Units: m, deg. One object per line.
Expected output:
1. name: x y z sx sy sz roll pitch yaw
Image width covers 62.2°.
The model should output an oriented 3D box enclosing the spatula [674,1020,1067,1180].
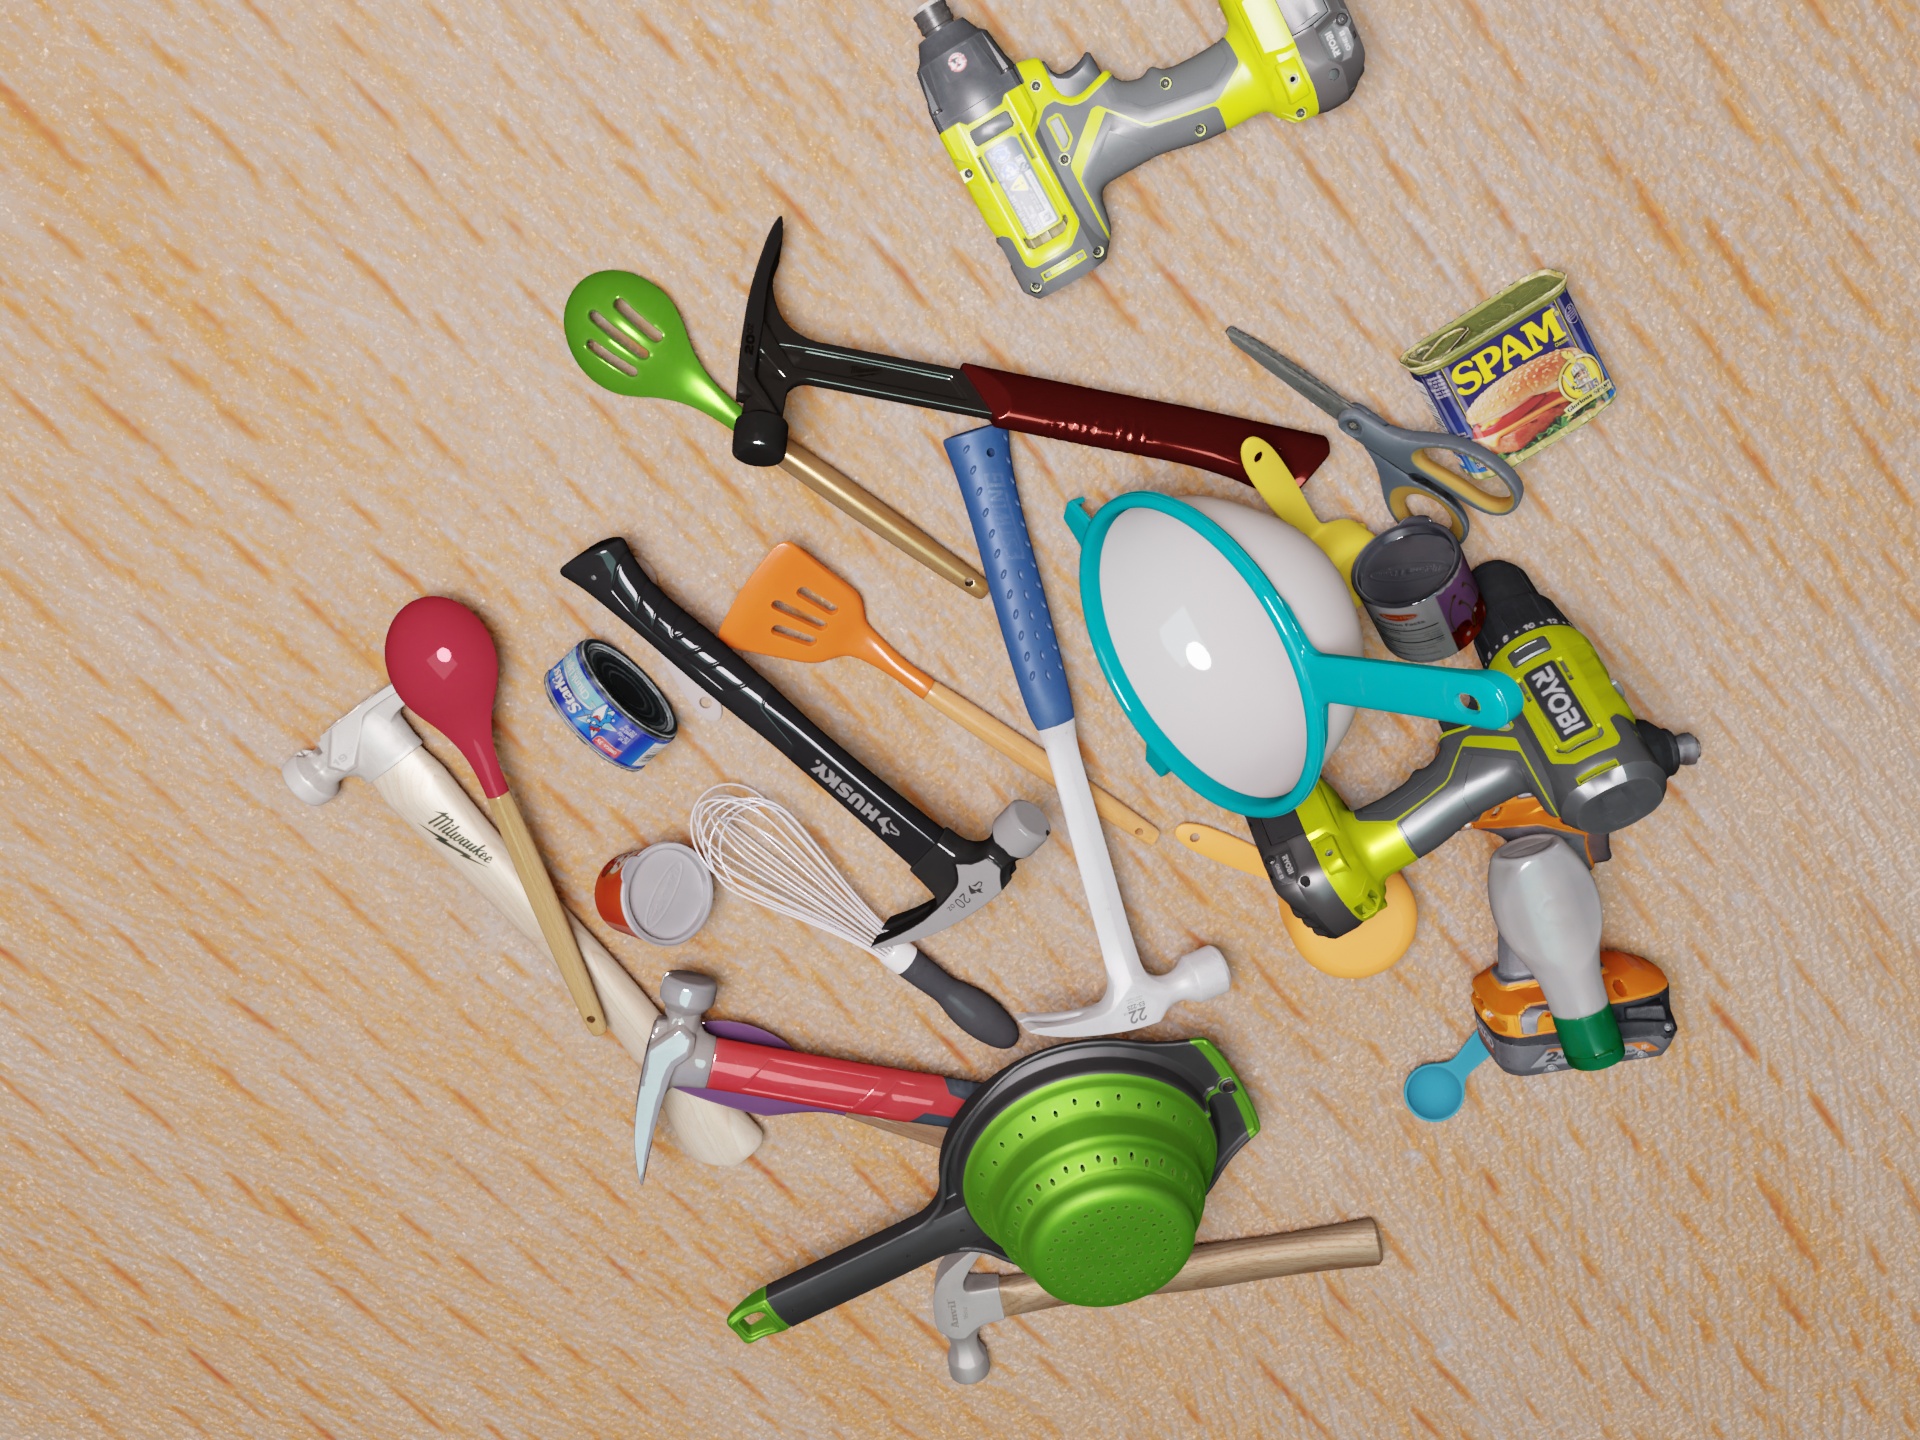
1. spatula: -0.055 0.277 1.122 0.315 0.018 0.060 21 93 -12

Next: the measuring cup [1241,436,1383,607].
1. measuring cup: 0.212 -0.118 0.961 0.062 0.029 0.156 -46 133 3

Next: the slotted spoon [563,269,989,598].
1. slotted spoon: -0.109 -0.169 0.984 0.313 0.031 0.070 34 105 -12

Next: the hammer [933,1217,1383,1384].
1. hammer: 0.143 0.405 1.171 0.331 0.031 0.130 -10 108 3

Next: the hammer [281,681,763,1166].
1. hammer: -0.265 0.144 1.083 0.146 0.038 0.410 -35 105 9

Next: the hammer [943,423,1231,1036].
1. hammer: 0.058 0.014 1.015 0.144 0.035 0.405 -19 102 -12

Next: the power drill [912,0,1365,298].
1. power drill: 0.095 -0.367 0.894 0.223 0.080 0.171 -28 106 12

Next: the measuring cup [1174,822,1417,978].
1. measuring cup: 0.224 0.113 1.062 0.173 0.052 0.095 23 107 -9

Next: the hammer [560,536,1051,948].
1. hammer: -0.113 0.007 0.990 0.334 0.035 0.146 40 122 -4

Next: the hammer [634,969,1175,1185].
1. hammer: -0.028 0.276 1.097 0.386 0.038 0.143 12 95 -11

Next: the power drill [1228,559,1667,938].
1. power drill: 0.289 0.016 0.981 0.228 0.191 0.080 -31 138 19

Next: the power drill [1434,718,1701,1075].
1. power drill: 0.408 0.108 1.047 0.164 0.084 0.226 -10 103 3

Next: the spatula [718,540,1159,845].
1. spatula: -0.002 -0.003 1.031 0.322 0.041 0.081 33 108 -11

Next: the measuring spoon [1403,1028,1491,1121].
1. measuring spoon: 0.363 0.230 1.124 0.042 0.021 0.128 43 95 -1

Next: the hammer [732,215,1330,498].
1. hammer: 0.048 -0.196 0.953 0.359 0.036 0.149 9 73 -10

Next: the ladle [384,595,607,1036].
1. ladle: -0.290 0.070 1.028 0.069 0.031 0.315 -17 109 2

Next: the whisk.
1. whisk: -0.067 0.140 1.072 0.284 0.070 0.070 40 104 -17

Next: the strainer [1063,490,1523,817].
1. strainer: 0.201 -0.046 0.898 0.095 0.340 0.211 -29 110 -23

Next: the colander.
1. colander: 0.020 0.355 1.064 0.397 0.095 0.204 -28 120 8

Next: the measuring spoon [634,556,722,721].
1. measuring spoon: -0.190 -0.050 1.027 0.034 0.018 0.124 -28 107 9
